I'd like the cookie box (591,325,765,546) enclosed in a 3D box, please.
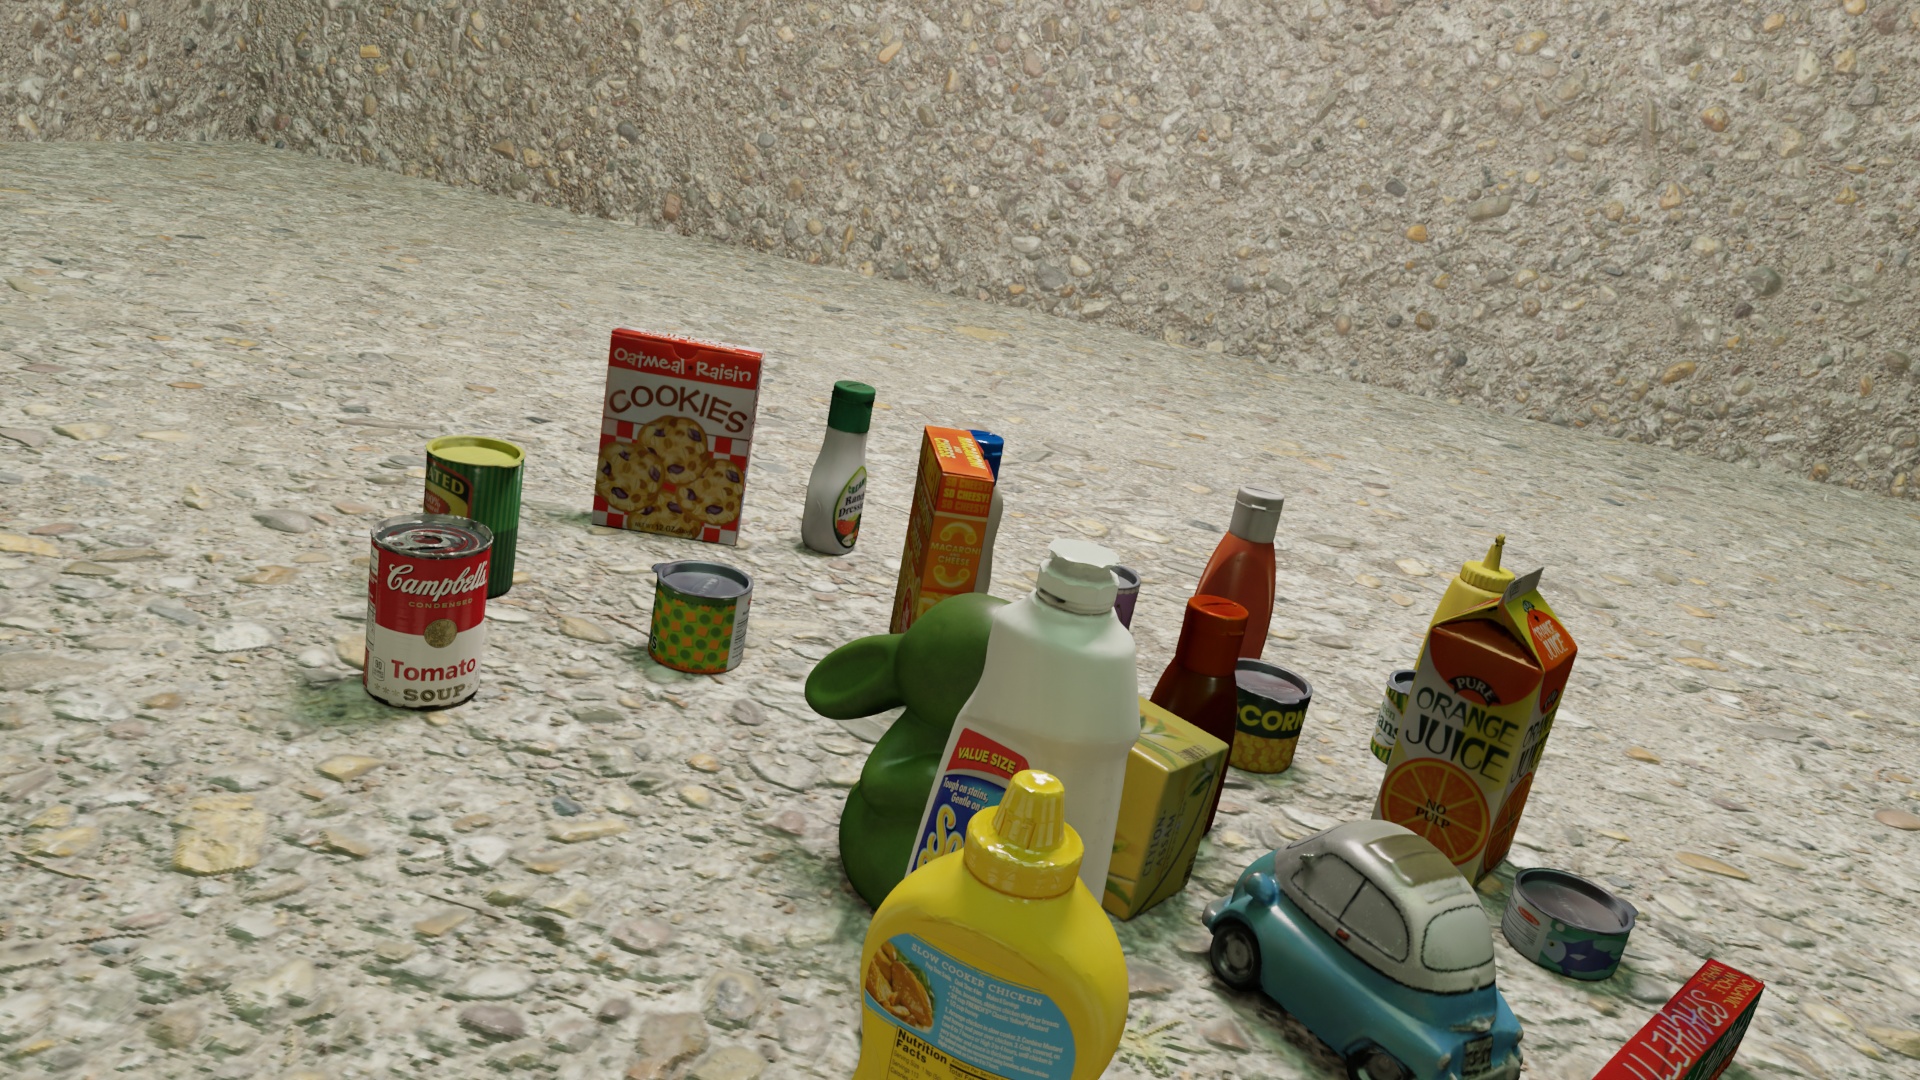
[{"bbox_3d":[-0.237,-0.087,1.165,0.123,0.166,0.040,9,18,-6],"label":"cookie box"}]

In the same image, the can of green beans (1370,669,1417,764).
[{"bbox_3d":[0.338,0.134,1.013,0.071,0.057,0.071,10,18,-3],"label":"can of green beans"}]

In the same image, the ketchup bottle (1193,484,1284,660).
[{"bbox_3d":[0.223,0.030,1.111,0.065,0.148,0.044,14,18,9],"label":"ketchup bottle"}]

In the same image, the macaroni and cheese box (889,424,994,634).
[{"bbox_3d":[-0.015,0.014,0.992,0.040,0.165,0.124,8,18,-10],"label":"macaroni and cheese box"}]

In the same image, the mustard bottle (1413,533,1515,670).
[{"bbox_3d":[0.399,0.068,1.082,0.065,0.159,0.049,3,19,-23],"label":"mustard bottle"}]

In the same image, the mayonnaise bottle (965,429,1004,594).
[{"bbox_3d":[0.004,-0.014,1.117,0.065,0.147,0.041,-7,25,-45],"label":"mayonnaise bottle"}]

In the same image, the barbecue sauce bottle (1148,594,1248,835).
[{"bbox_3d":[0.137,0.107,0.831,0.065,0.148,0.044,-1,21,-32],"label":"barbecue sauce bottle"}]

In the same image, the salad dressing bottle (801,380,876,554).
[{"bbox_3d":[-0.103,-0.063,1.203,0.044,0.147,0.064,19,19,23],"label":"salad dressing bottle"}]

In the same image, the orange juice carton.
[{"bbox_3d":[0.323,0.109,0.862,0.073,0.192,0.072,24,22,35],"label":"orange juice carton"}]

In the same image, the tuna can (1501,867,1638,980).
[{"bbox_3d":[0.351,0.221,0.801,0.071,0.032,0.071,10,18,-3],"label":"tuna can"}]

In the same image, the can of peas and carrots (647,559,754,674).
[{"bbox_3d":[-0.181,0.052,0.955,0.071,0.058,0.071,10,18,-3],"label":"can of peas and carrots"}]

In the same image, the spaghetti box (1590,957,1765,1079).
[{"bbox_3d":[0.316,0.257,0.642,0.029,0.050,0.251,26,23,39],"label":"spaghetti box"}]

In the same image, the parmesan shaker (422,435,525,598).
[{"bbox_3d":[-0.347,-0.016,0.989,0.071,0.102,0.071,10,18,-3],"label":"parmesan shaker"}]

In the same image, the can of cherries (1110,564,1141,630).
[{"bbox_3d":[0.110,0.052,1.124,0.071,0.058,0.072,10,18,-3],"label":"can of cherries"}]

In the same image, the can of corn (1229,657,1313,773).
[{"bbox_3d":[0.207,0.123,0.968,0.071,0.058,0.071,10,18,-3],"label":"can of corn"}]
